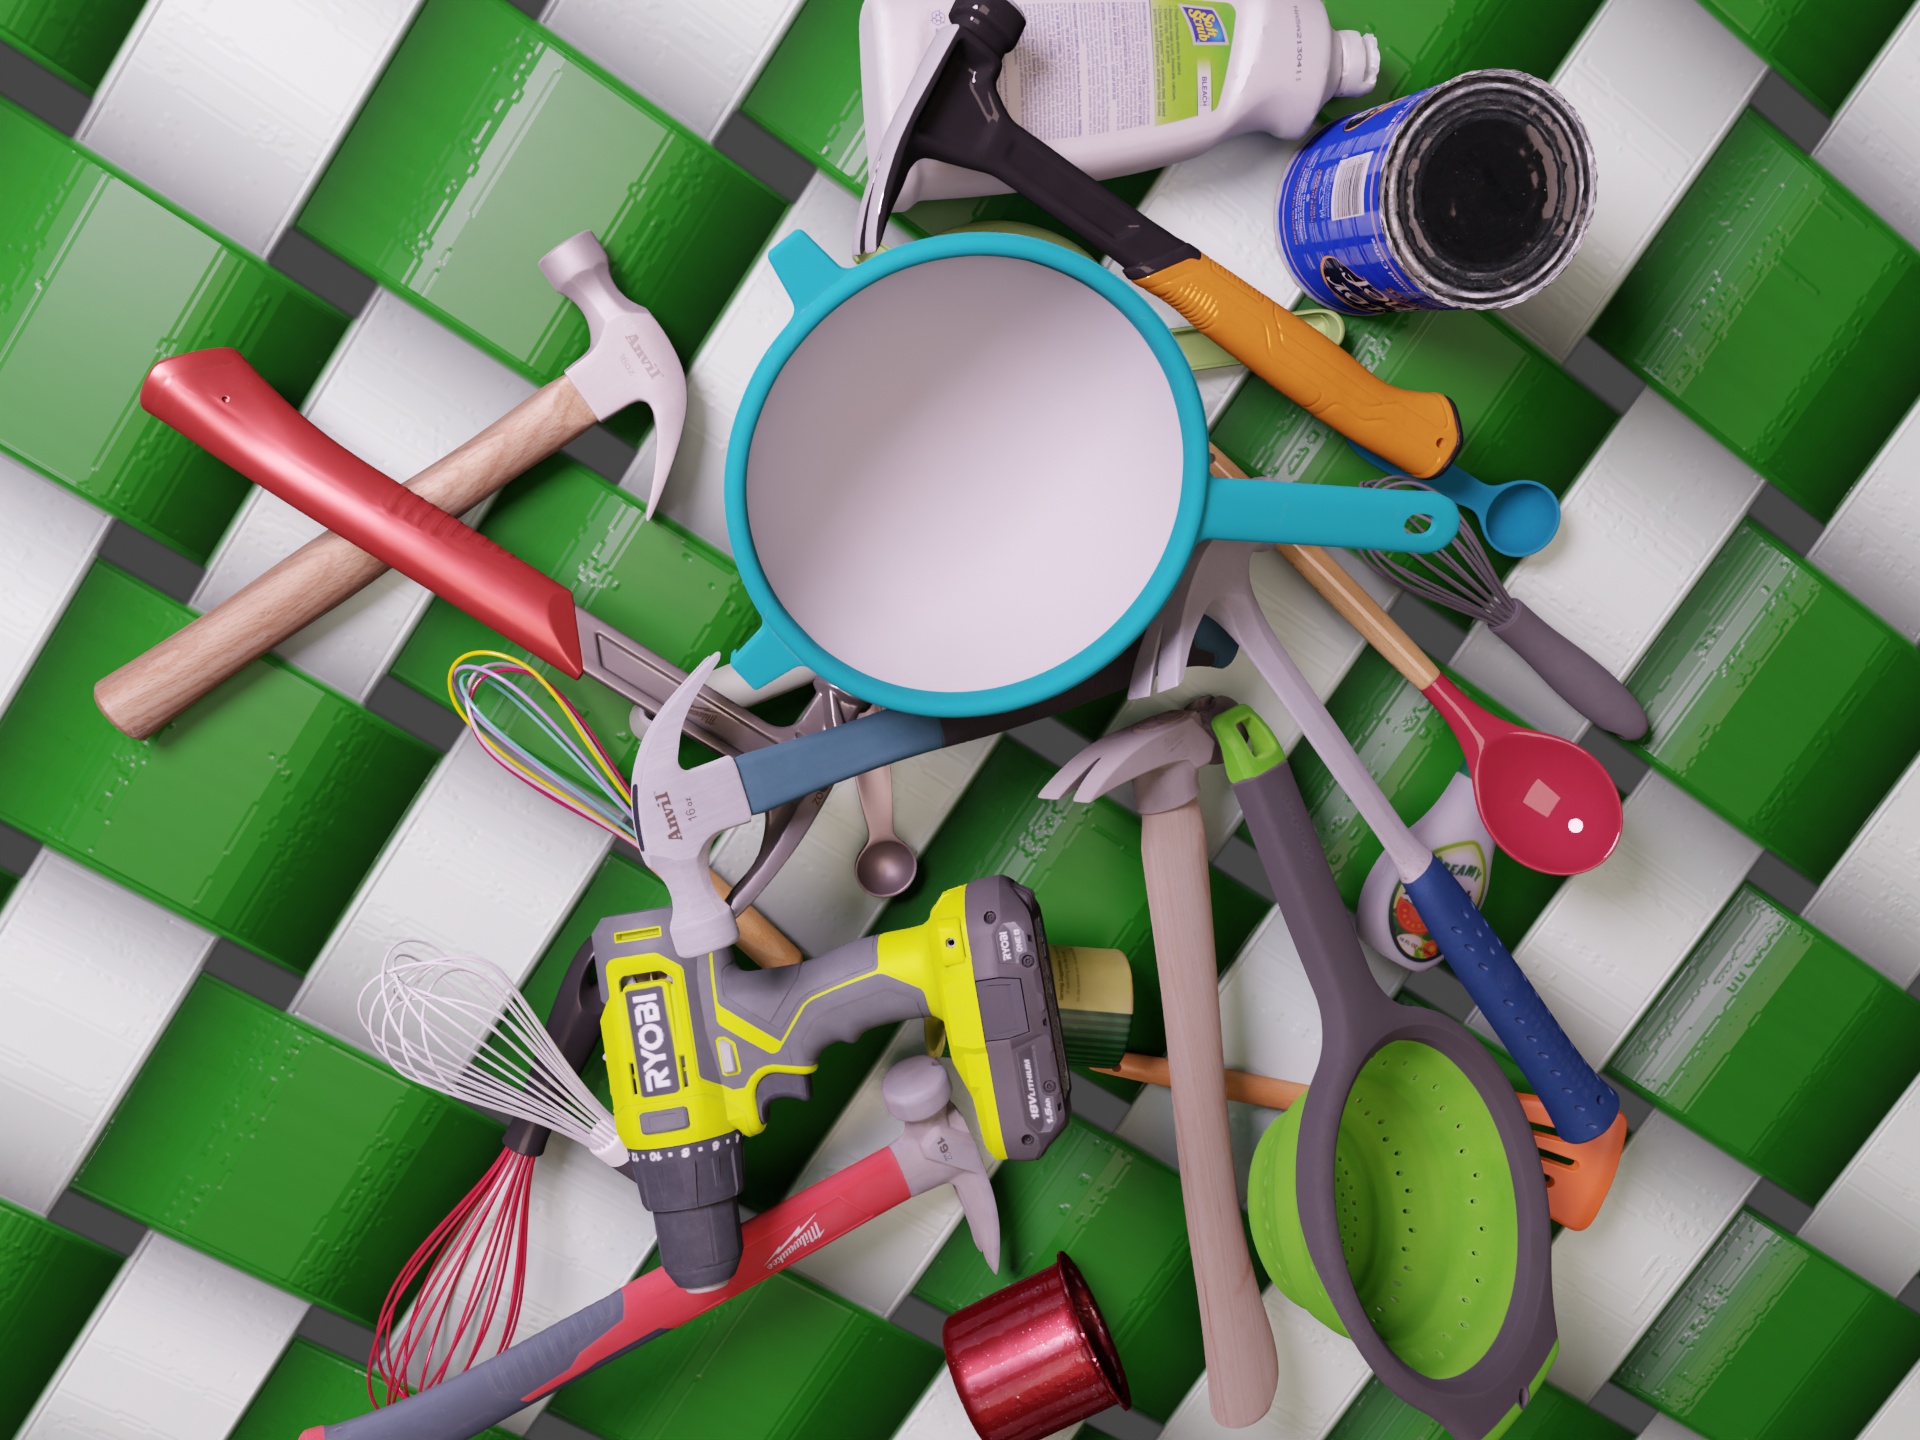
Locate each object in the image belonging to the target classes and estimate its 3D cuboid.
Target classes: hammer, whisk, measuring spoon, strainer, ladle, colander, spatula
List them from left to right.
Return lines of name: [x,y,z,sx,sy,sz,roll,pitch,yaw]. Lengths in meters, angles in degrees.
hammer: [-0.279,-0.093,0.784,0.331,0.031,0.130,-34,105,1]
hammer: [-0.219,-0.052,0.749,0.359,0.037,0.149,32,75,-9]
whisk: [-0.243,0.247,0.859,0.073,0.073,0.296,23,92,-13]
whisk: [-0.198,0.201,0.818,0.070,0.070,0.284,-36,129,1]
whisk: [-0.170,0.053,0.831,0.047,0.051,0.244,-45,108,-2]
hammer: [-0.160,0.324,0.850,0.386,0.038,0.143,-25,117,-14]
whisk: [-0.057,-0.041,0.826,0.246,0.059,0.058,-22,69,1]
measuring spoon: [-0.047,0.035,0.855,0.034,0.018,0.124,-10,106,-12]
hammer: [-0.001,-0.002,0.774,0.331,0.033,0.128,-19,93,-22]
strainer: [0.059,-0.112,0.729,0.340,0.095,0.211,2,113,-16]
strainer: [0.076,-0.180,0.796,0.256,0.069,0.151,-9,104,-5]
hammer: [0.124,0.201,0.860,0.146,0.038,0.410,-21,108,-46]
hammer: [0.111,-0.199,0.761,0.336,0.034,0.127,26,90,-24]
colander: [0.193,0.186,0.858,0.204,0.094,0.397,-22,91,-43]
spatula: [0.230,0.231,0.933,0.322,0.041,0.081,13,102,-10]
ladle: [0.232,-0.038,0.851,0.315,0.031,0.069,45,96,-4]
hammer: [0.230,0.073,0.833,0.405,0.035,0.144,52,55,-16]
measuring spoon: [0.266,-0.131,0.868,0.128,0.021,0.042,26,106,-4]
whisk: [0.298,-0.057,0.874,0.238,0.055,0.055,35,96,-20]

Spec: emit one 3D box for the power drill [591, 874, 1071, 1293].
power drill: [-0.064,0.176,0.795,0.228,0.080,0.190,-10,86,6]
